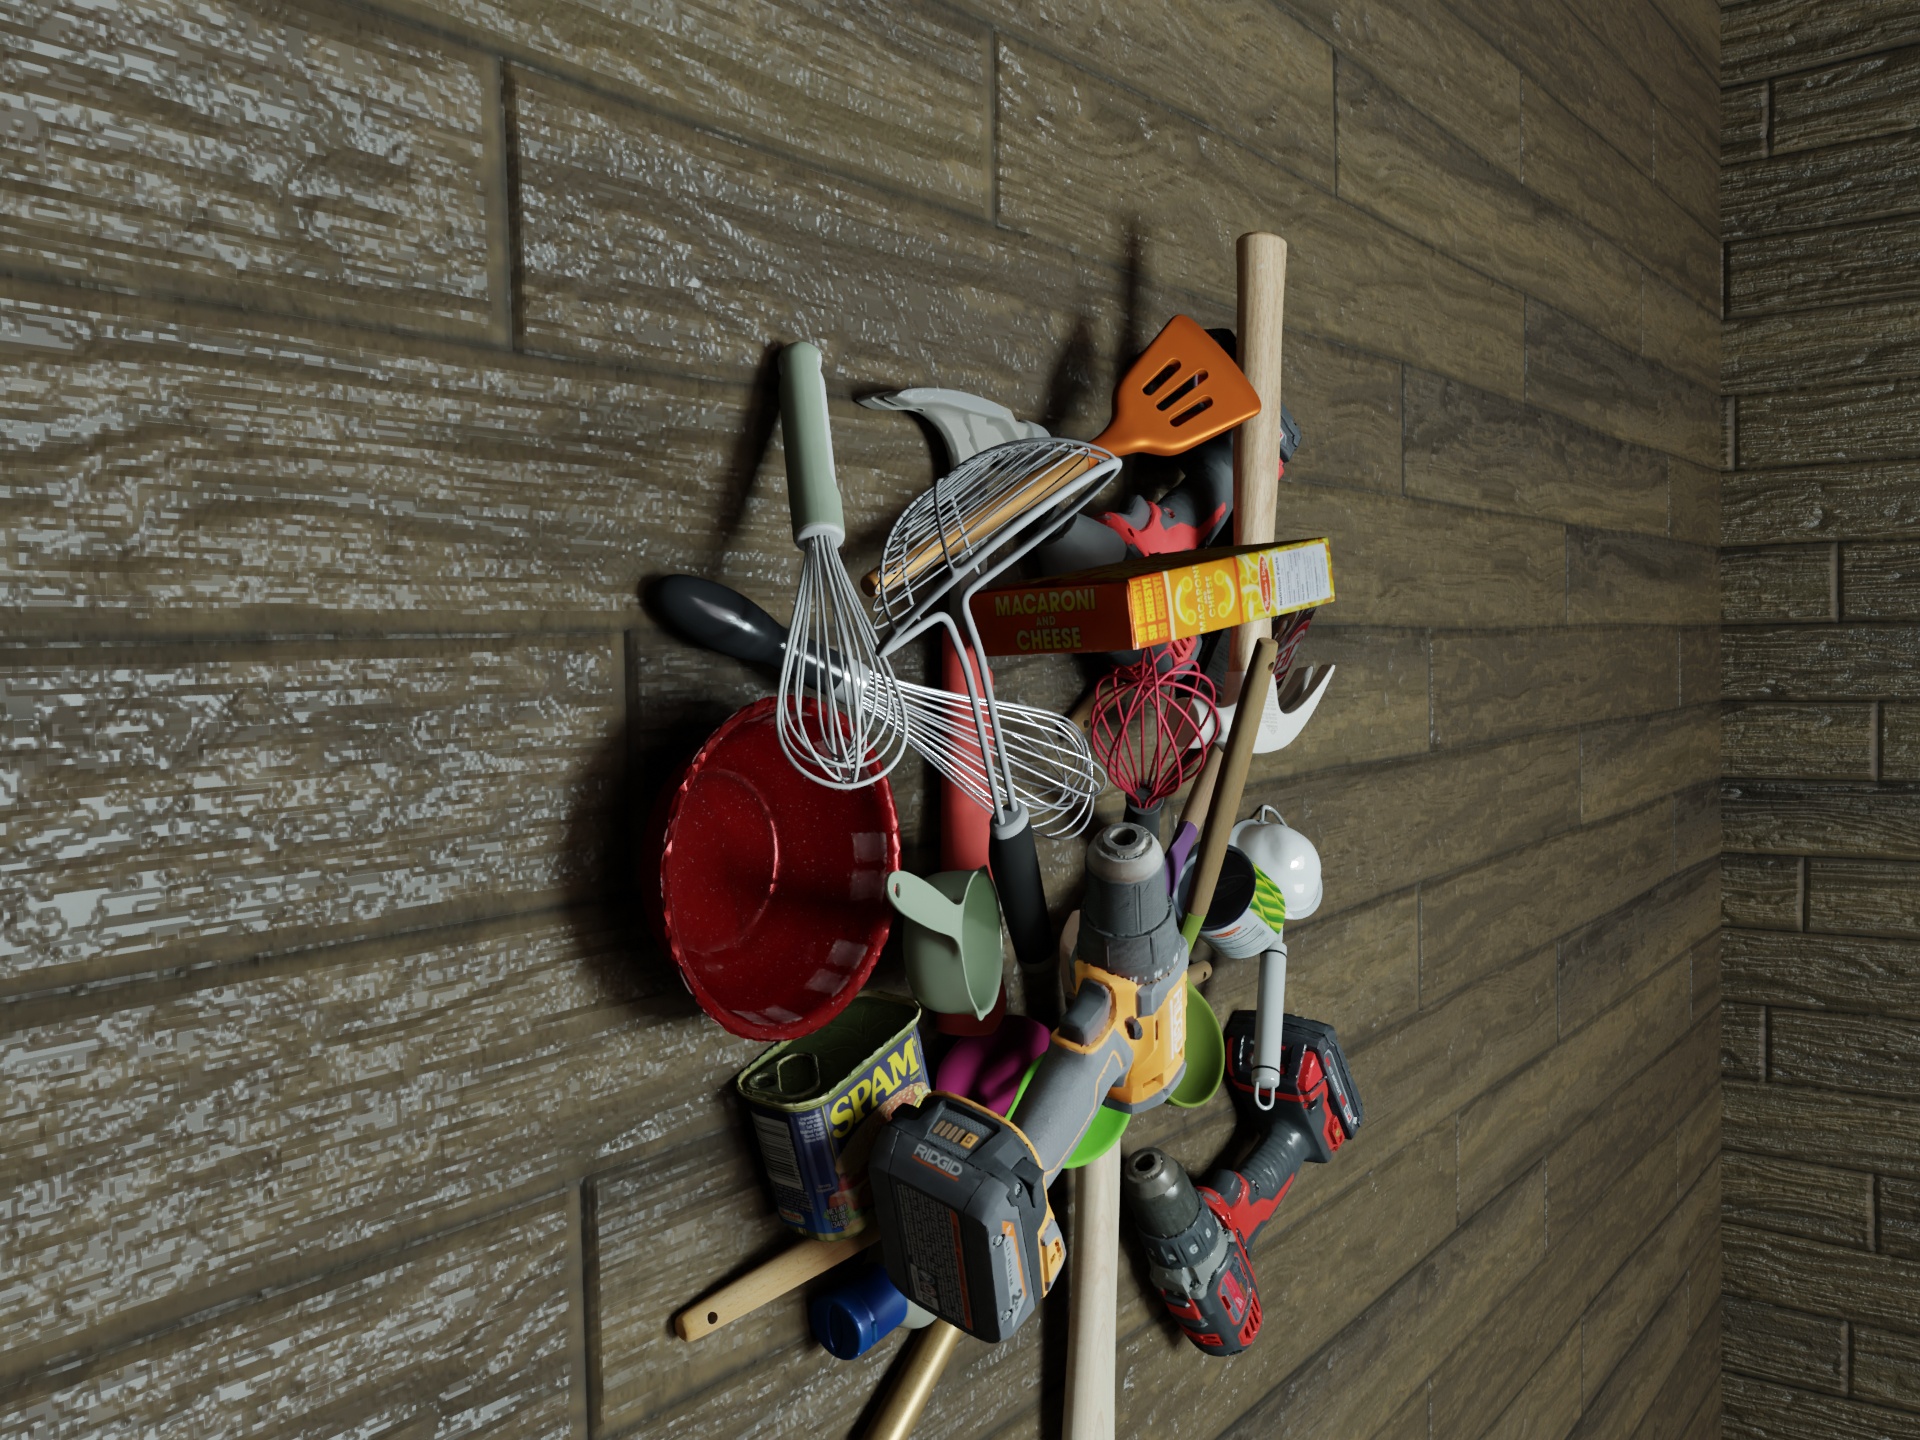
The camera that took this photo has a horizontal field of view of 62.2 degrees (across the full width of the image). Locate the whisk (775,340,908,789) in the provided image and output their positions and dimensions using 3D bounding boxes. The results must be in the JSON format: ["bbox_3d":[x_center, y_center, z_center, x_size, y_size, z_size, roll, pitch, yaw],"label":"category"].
[{"bbox_3d":[-0.065,-0.079,0.749,0.057,0.059,0.247,101,-18,-63],"label":"whisk"}]

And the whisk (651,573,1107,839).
[{"bbox_3d":[-0.033,-0.007,0.804,0.284,0.070,0.070,26,69,-33],"label":"whisk"}]

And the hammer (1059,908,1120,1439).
[{"bbox_3d":[0.090,0.322,1.005,0.146,0.038,0.410,-5,98,-53],"label":"hammer"}]

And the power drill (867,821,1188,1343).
[{"bbox_3d":[0.048,0.175,0.813,0.226,0.084,0.185,-44,141,-40],"label":"power drill"}]

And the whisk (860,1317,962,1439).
[{"bbox_3d":[-0.051,0.406,0.834,0.245,0.047,0.051,-53,129,-42],"label":"whisk"}]

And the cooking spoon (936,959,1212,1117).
[{"bbox_3d":[0.081,0.197,1.025,0.318,0.017,0.068,-10,102,-52],"label":"cooking spoon"}]

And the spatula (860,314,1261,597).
[{"bbox_3d":[0.057,-0.144,0.900,0.081,0.041,0.322,50,50,4],"label":"spatula"}]

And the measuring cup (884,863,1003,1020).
[{"bbox_3d":[-0.020,0.102,0.799,0.167,0.038,0.083,45,44,-62],"label":"measuring cup"}]

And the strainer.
[{"bbox_3d":[0.230,0.161,1.154,0.086,0.050,0.259,23,54,-16],"label":"strainer"}]

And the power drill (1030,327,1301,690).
[{"bbox_3d":[0.127,-0.143,1.029,0.143,0.078,0.220,45,59,-29],"label":"power drill"}]

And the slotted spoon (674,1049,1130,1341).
[{"bbox_3d":[-0.020,0.250,0.851,0.313,0.031,0.070,-18,88,-41],"label":"slotted spoon"}]

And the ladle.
[{"bbox_3d":[0.162,0.101,0.992,0.078,0.062,0.320,-15,125,-45],"label":"ladle"}]

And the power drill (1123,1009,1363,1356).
[{"bbox_3d":[0.196,0.311,1.136,0.227,0.080,0.187,-51,129,-36],"label":"power drill"}]

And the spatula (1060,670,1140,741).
[{"bbox_3d":[0.151,-0.075,1.112,0.317,0.044,0.082,-43,124,-38],"label":"spatula"}]

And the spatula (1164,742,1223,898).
[{"bbox_3d":[0.162,0.061,1.091,0.316,0.018,0.059,-57,155,-49],"label":"spatula"}]

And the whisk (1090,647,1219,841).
[{"bbox_3d":[0.110,0.037,0.944,0.295,0.073,0.073,81,25,-65],"label":"whisk"}]

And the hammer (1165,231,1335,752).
[{"bbox_3d":[0.189,-0.144,1.013,0.130,0.031,0.331,4,87,-39],"label":"hammer"}]

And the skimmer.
[{"bbox_3d":[0.034,0.022,0.746,0.127,0.090,0.362,-38,140,-24],"label":"skimmer"}]

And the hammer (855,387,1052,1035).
[{"bbox_3d":[-0.001,-0.003,0.897,0.149,0.037,0.359,1,89,-53],"label":"hammer"}]
